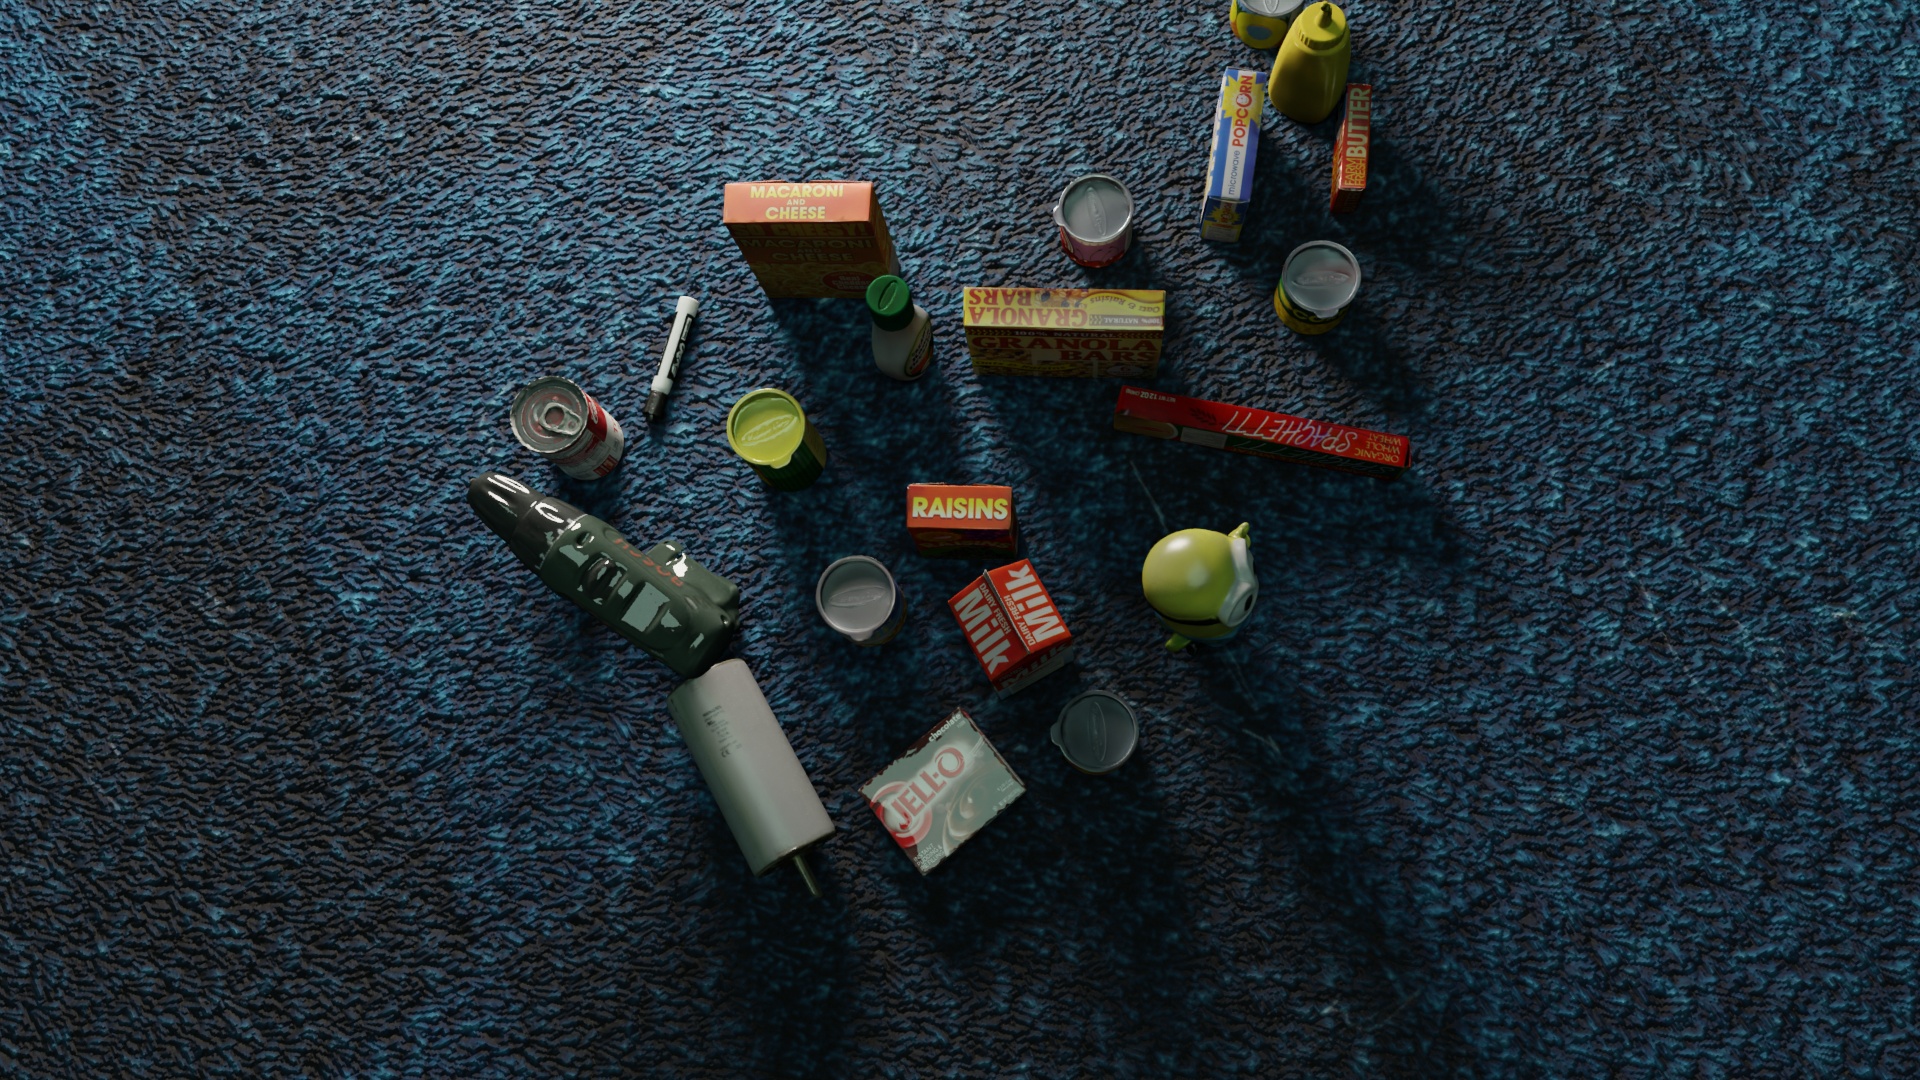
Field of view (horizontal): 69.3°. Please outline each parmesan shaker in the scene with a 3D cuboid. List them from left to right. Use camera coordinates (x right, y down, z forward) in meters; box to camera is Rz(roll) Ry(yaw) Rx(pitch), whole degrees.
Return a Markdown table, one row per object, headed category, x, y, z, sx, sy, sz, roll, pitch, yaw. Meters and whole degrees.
| category | x | y | z | sx | sy | sz | roll | pitch | yaw |
| --- | --- | --- | --- | --- | --- | --- | --- | --- | --- |
| parmesan shaker | -0.156 | -0.082 | 1.200 | 0.071 | 0.103 | 0.071 | -1 | 78 | 5 |

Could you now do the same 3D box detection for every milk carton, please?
| category | x | y | z | sx | sy | sz | roll | pitch | yaw |
| --- | --- | --- | --- | --- | --- | --- | --- | --- | --- |
| milk carton | 0.042 | 0.071 | 1.104 | 0.073 | 0.190 | 0.072 | -29 | 77 | -1 |

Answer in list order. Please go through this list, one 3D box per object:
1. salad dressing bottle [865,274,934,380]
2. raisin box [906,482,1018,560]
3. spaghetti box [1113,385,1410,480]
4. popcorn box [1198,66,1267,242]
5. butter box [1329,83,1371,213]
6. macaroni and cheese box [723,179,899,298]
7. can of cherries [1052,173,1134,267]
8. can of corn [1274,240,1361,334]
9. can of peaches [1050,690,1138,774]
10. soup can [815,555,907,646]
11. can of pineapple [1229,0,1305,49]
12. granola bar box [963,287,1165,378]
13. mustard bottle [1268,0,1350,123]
| category | x | y | z | sx | sy | sz | roll | pitch | yaw |
| --- | --- | --- | --- | --- | --- | --- | --- | --- | --- |
| salad dressing bottle | -0.053 | -0.182 | 1.191 | 0.044 | 0.147 | 0.064 | 25 | 81 | 10 |
| raisin box | 0.004 | -0.015 | 1.161 | 0.086 | 0.123 | 0.040 | 2 | 78 | 5 |
| spaghetti box | 0.257 | -0.091 | 1.194 | 0.250 | 0.050 | 0.029 | 11 | 79 | 7 |
| popcorn box | 0.241 | -0.340 | 1.233 | 0.038 | 0.085 | 0.127 | 8 | 79 | 7 |
| butter box | 0.349 | -0.349 | 1.242 | 0.024 | 0.053 | 0.103 | 5 | 78 | 6 |
| macaroni and cheese box | -0.125 | -0.258 | 1.204 | 0.124 | 0.166 | 0.040 | 1 | 78 | 5 |
| can of cherries | 0.119 | -0.286 | 1.245 | 0.071 | 0.058 | 0.071 | -1 | 78 | 5 |
| can of corn | 0.311 | -0.217 | 1.214 | 0.071 | 0.058 | 0.071 | -1 | 78 | 5 |
| can of peaches | 0.110 | 0.159 | 1.147 | 0.071 | 0.058 | 0.071 | -1 | 78 | 5 |
| soup can | -0.082 | 0.056 | 1.173 | 0.071 | 0.083 | 0.071 | -1 | 78 | 5 |
| can of pineapple | 0.282 | -0.497 | 1.278 | 0.071 | 0.057 | 0.071 | -1 | 78 | 5 |
| granola bar box | 0.089 | -0.176 | 1.189 | 0.165 | 0.124 | 0.039 | 2 | 78 | 5 |
| mustard bottle | 0.309 | -0.423 | 1.207 | 0.065 | 0.160 | 0.049 | 27 | 82 | 10 |
